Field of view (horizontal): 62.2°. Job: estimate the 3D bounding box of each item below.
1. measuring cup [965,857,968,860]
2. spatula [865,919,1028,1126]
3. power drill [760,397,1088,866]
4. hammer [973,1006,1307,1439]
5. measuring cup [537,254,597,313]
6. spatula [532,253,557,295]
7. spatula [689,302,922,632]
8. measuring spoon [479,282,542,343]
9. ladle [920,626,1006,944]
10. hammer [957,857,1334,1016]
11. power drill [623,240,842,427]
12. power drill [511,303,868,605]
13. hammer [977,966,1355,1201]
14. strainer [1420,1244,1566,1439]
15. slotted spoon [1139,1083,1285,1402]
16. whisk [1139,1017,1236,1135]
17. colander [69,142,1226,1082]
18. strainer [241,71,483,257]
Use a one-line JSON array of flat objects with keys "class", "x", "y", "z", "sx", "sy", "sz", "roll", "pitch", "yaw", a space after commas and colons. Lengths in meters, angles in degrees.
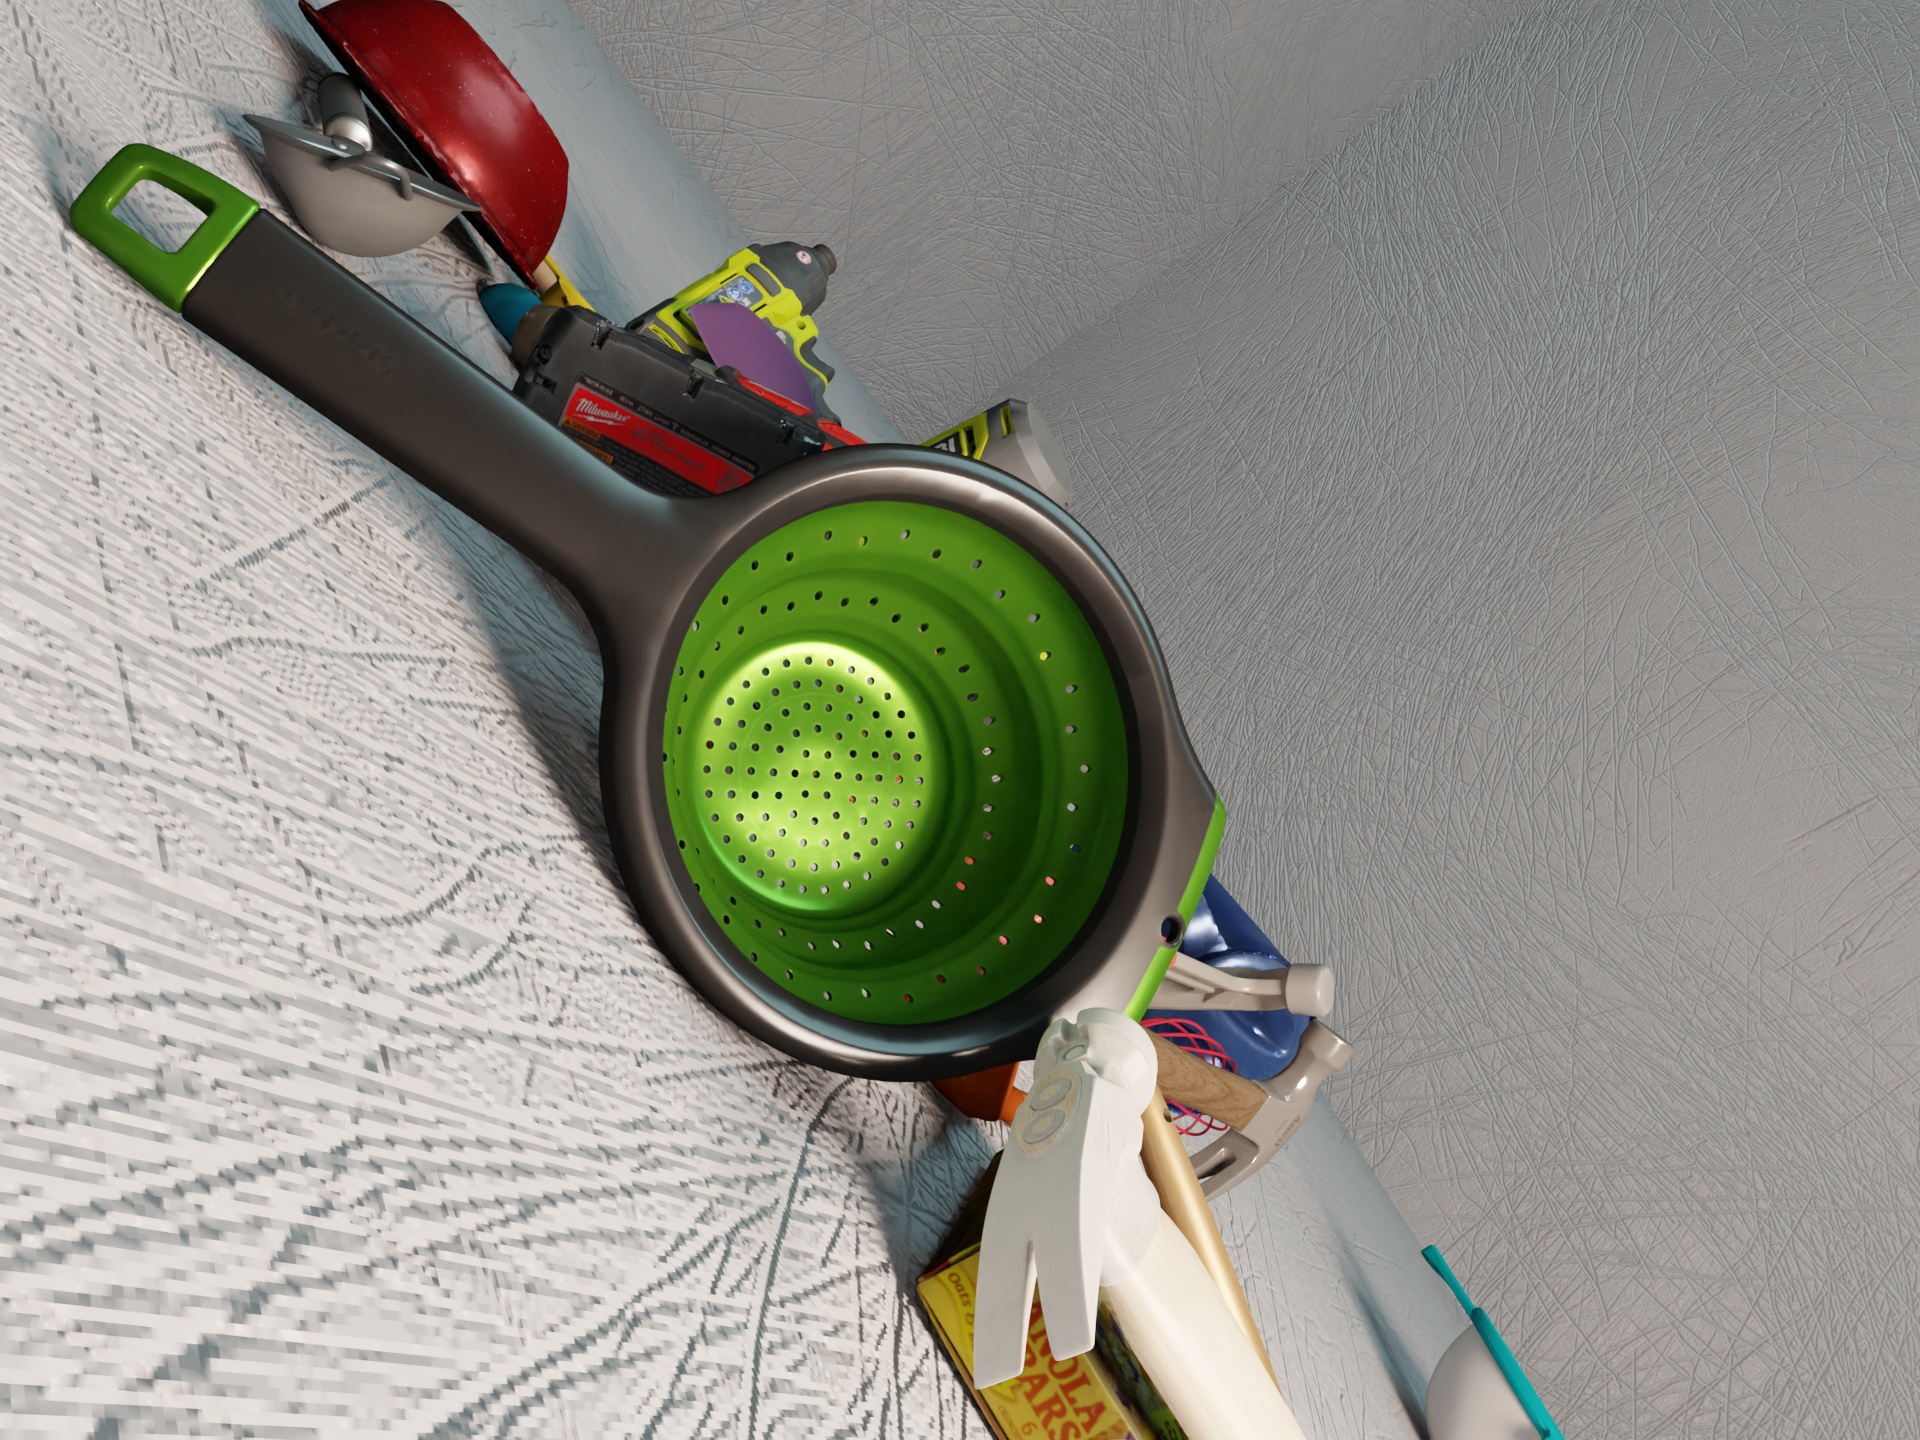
[{"class": "measuring cup", "x": 0.015, "y": 0.057, "z": 1.019, "sx": 0.095, "sy": 0.052, "sz": 0.173, "roll": 56, "pitch": 3, "yaw": 34}, {"class": "spatula", "x": 0.036, "y": 0.166, "z": 0.701, "sx": 0.081, "sy": 0.041, "sz": 0.322, "roll": 35, "pitch": -6, "yaw": 31}, {"class": "power drill", "x": -0.029, "y": -0.044, "z": 0.784, "sx": 0.080, "sy": 0.190, "sz": 0.229, "roll": 50, "pitch": 23, "yaw": -41}, {"class": "hammer", "x": 0.125, "y": 0.286, "z": 0.472, "sx": 0.410, "sy": 0.038, "sz": 0.146, "roll": 59, "pitch": 19, "yaw": -11}, {"class": "measuring cup", "x": -0.234, "y": -0.242, "z": 0.857, "sx": 0.156, "sy": 0.029, "sz": 0.062, "roll": 52, "pitch": 6, "yaw": 13}, {"class": "spatula", "x": -0.207, "y": -0.231, "z": 0.903, "sx": 0.317, "sy": 0.044, "sz": 0.082, "roll": 53, "pitch": -13, "yaw": -4}, {"class": "spatula", "x": -0.066, "y": -0.114, "z": 0.900, "sx": 0.059, "sy": 0.018, "sz": 0.316, "roll": -15, "pitch": 69, "yaw": -42}, {"class": "measuring spoon", "x": -0.193, "y": -0.174, "z": 0.811, "sx": 0.128, "sy": 0.021, "sz": 0.042, "roll": 49, "pitch": 9, "yaw": -33}, {"class": "ladle", "x": -0.001, "y": -0.003, "z": 0.902, "sx": 0.069, "sy": 0.031, "sz": 0.315, "roll": 5, "pitch": 68, "yaw": -70}, {"class": "hammer", "x": 0.083, "y": 0.121, "z": 0.853, "sx": 0.358, "sy": 0.149, "sz": 0.037, "roll": 31, "pitch": 61, "yaw": -58}, {"class": "power drill", "x": -0.079, "y": -0.196, "z": 0.992, "sx": 0.223, "sy": 0.171, "sz": 0.080, "roll": 46, "pitch": -34, "yaw": 1}, {"class": "power drill", "x": -0.128, "y": -0.126, "z": 0.683, "sx": 0.188, "sy": 0.080, "sz": 0.227, "roll": 27, "pitch": 12, "yaw": -4}, {"class": "hammer", "x": 0.096, "y": 0.181, "z": 0.839, "sx": 0.331, "sy": 0.130, "sz": 0.031, "roll": 32, "pitch": 4, "yaw": -45}, {"class": "strainer", "x": 0.416, "y": 0.553, "z": 1.286, "sx": 0.211, "sy": 0.095, "sz": 0.341, "roll": 56, "pitch": 4, "yaw": -18}, {"class": "slotted spoon", "x": 0.117, "y": 0.274, "z": 0.548, "sx": 0.070, "sy": 0.031, "sz": 0.314, "roll": -10, "pitch": 78, "yaw": -64}, {"class": "whisk", "x": 0.089, "y": 0.190, "z": 0.919, "sx": 0.295, "sy": 0.073, "sz": 0.073, "roll": 36, "pitch": 19, "yaw": -50}, {"class": "colander", "x": -0.093, "y": -0.030, "z": 0.516, "sx": 0.396, "sy": 0.204, "sz": 0.094, "roll": 36, "pitch": -21, "yaw": -20}, {"class": "strainer", "x": -0.247, "y": -0.232, "z": 0.645, "sx": 0.086, "sy": 0.050, "sz": 0.259, "roll": 15, "pitch": 23, "yaw": -30}]
